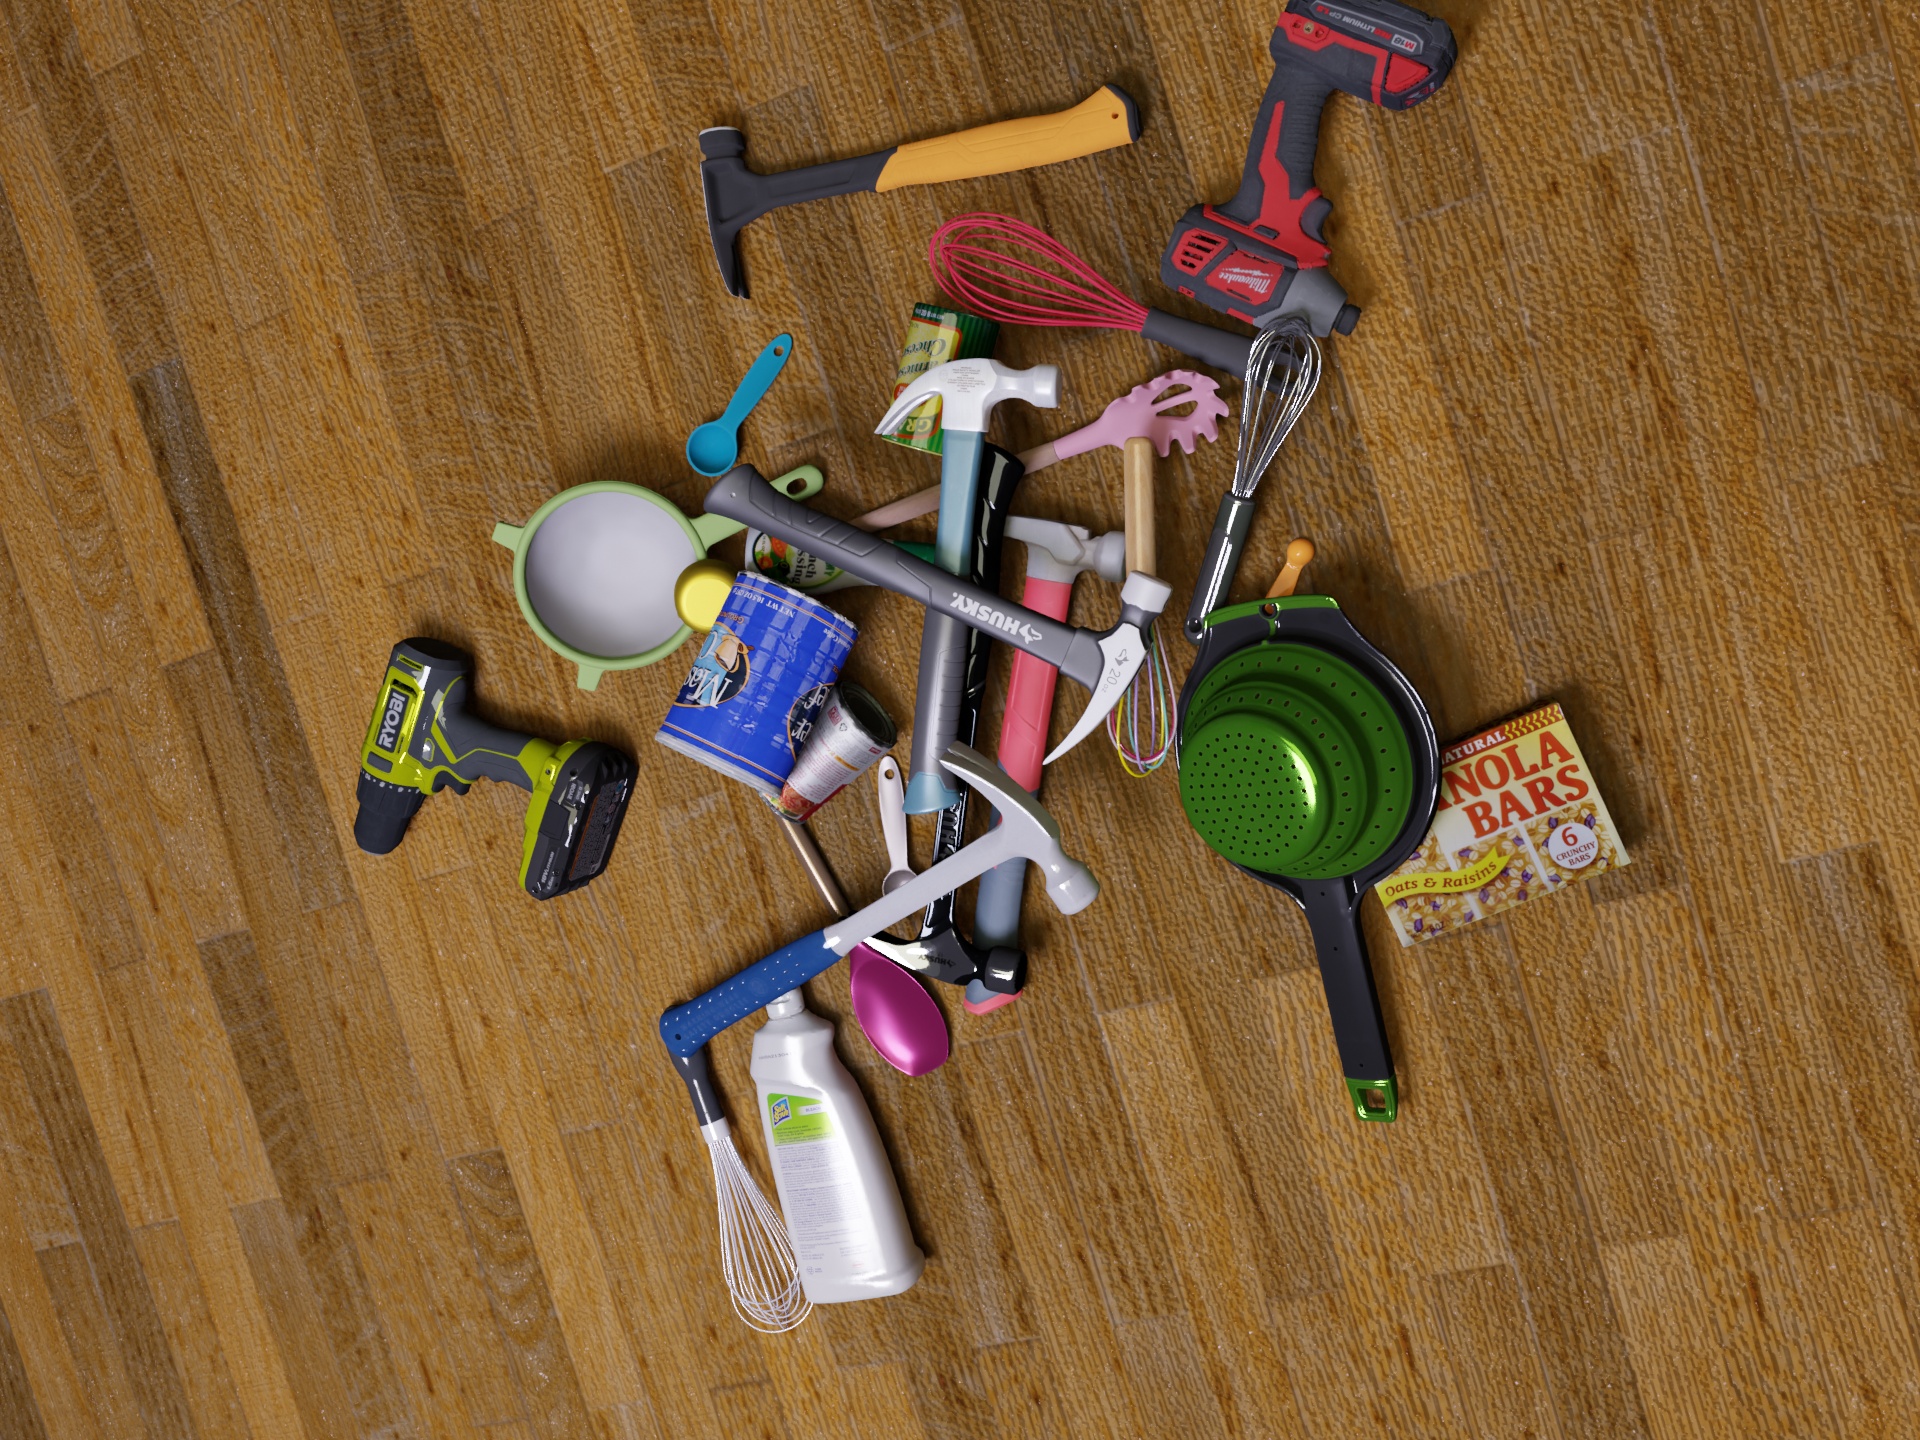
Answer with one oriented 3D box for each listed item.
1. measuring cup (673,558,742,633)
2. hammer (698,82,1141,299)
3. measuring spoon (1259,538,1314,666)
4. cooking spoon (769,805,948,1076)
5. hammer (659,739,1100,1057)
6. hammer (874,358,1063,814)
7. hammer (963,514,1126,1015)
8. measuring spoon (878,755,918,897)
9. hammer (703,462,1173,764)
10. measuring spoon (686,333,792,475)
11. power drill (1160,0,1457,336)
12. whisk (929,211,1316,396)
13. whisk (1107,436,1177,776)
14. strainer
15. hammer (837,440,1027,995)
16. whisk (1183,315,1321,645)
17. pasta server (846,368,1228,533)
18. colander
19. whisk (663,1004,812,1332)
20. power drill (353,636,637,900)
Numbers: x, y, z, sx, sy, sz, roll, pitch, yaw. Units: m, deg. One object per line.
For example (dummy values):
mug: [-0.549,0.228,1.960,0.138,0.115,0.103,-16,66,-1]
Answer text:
measuring cup: [-0.167,-0.056,1.246,0.062,0.029,0.156,-33,107,4]
hammer: [-0.032,-0.405,1.180,0.337,0.034,0.127,-6,95,17]
measuring spoon: [0.227,-0.079,1.162,0.021,0.011,0.117,26,104,11]
cooking spoon: [-0.103,0.144,1.285,0.069,0.017,0.319,-30,89,21]
hammer: [-0.090,0.157,1.200,0.405,0.035,0.144,-33,97,31]
hammer: [-0.007,-0.093,1.144,0.128,0.033,0.331,8,100,15]
hammer: [0.030,0.037,1.222,0.143,0.038,0.386,12,101,15]
measuring spoon: [-0.049,0.089,1.267,0.034,0.018,0.124,-7,89,17]
hammer: [-0.031,-0.093,1.115,0.335,0.035,0.146,25,103,11]
measuring spoon: [-0.169,-0.248,1.254,0.042,0.021,0.128,36,97,8]
power drill: [0.243,-0.375,1.086,0.143,0.078,0.219,28,107,11]
whisk: [0.115,-0.293,1.144,0.296,0.073,0.073,22,103,5]
whisk: [0.129,-0.080,1.143,0.047,0.051,0.245,-3,96,-15]
strainer: [-0.227,-0.144,1.262,0.256,0.069,0.151,-26,110,0]
hammer: [-0.002,-0.004,1.190,0.149,0.036,0.409,9,100,19]
whisk: [0.200,-0.165,1.124,0.058,0.059,0.246,32,121,34]
pasta server: [0.046,-0.189,1.186,0.316,0.040,0.060,-18,115,19]
colander: [0.239,0.115,1.115,0.204,0.094,0.397,-7,102,39]
whisk: [-0.192,0.371,1.326,0.070,0.070,0.284,-22,86,18]
power drill: [-0.402,0.058,1.330,0.228,0.080,0.190,24,103,14]
